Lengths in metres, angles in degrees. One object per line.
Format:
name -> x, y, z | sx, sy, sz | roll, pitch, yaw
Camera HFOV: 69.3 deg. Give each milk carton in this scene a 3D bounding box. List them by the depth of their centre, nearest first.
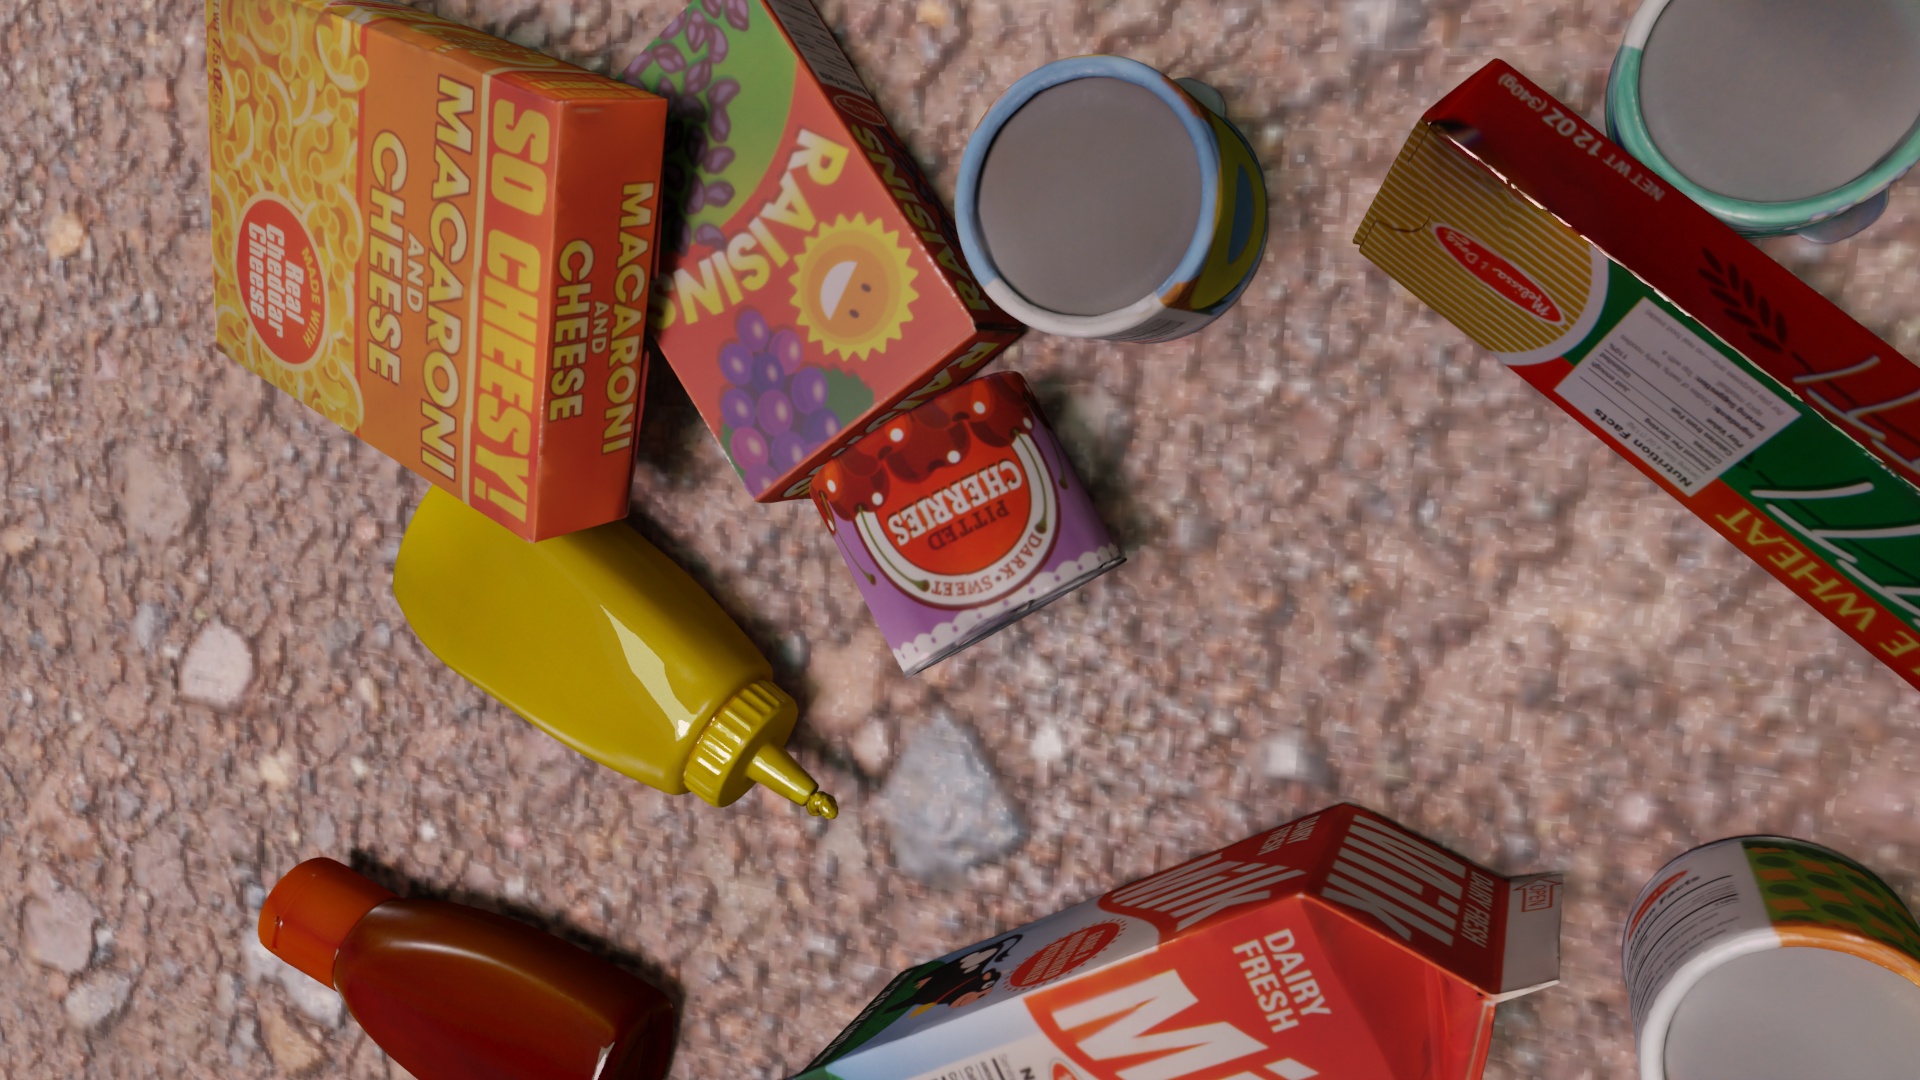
milk carton -> 0.061, 0.128, 0.356 | 0.190, 0.072, 0.073 | -28, 86, 24

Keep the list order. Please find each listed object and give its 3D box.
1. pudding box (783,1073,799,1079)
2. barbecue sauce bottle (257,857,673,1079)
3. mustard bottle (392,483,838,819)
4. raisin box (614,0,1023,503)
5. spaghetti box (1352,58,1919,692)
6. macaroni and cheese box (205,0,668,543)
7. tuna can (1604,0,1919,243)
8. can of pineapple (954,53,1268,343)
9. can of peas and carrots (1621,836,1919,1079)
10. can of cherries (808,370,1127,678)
pudding box -> -0.041, 0.190, 0.428 | 0.083, 0.030, 0.049 | -30, 84, 22
barbecue sauce bottle -> -0.170, 0.153, 0.469 | 0.149, 0.044, 0.064 | 20, 103, 20
mustard bottle -> -0.100, 0.038, 0.424 | 0.160, 0.049, 0.065 | 35, 108, 14
raisin box -> -0.052, -0.084, 0.395 | 0.086, 0.040, 0.123 | -36, 81, 22
spaghetti box -> 0.195, -0.007, 0.295 | 0.250, 0.050, 0.029 | 42, 71, 12
macaroni and cheese box -> -0.159, -0.089, 0.409 | 0.167, 0.040, 0.123 | 27, 118, 29
tuna can -> 0.179, -0.098, 0.303 | 0.071, 0.033, 0.071 | 3, 97, 22
can of pineapple -> 0.039, -0.085, 0.347 | 0.071, 0.058, 0.071 | 3, 97, 22
can of peas and carrots -> 0.188, 0.108, 0.309 | 0.071, 0.059, 0.071 | 3, 98, 22
can of cherries -> 0.001, -0.005, 0.365 | 0.071, 0.071, 0.058 | -30, 84, 23
